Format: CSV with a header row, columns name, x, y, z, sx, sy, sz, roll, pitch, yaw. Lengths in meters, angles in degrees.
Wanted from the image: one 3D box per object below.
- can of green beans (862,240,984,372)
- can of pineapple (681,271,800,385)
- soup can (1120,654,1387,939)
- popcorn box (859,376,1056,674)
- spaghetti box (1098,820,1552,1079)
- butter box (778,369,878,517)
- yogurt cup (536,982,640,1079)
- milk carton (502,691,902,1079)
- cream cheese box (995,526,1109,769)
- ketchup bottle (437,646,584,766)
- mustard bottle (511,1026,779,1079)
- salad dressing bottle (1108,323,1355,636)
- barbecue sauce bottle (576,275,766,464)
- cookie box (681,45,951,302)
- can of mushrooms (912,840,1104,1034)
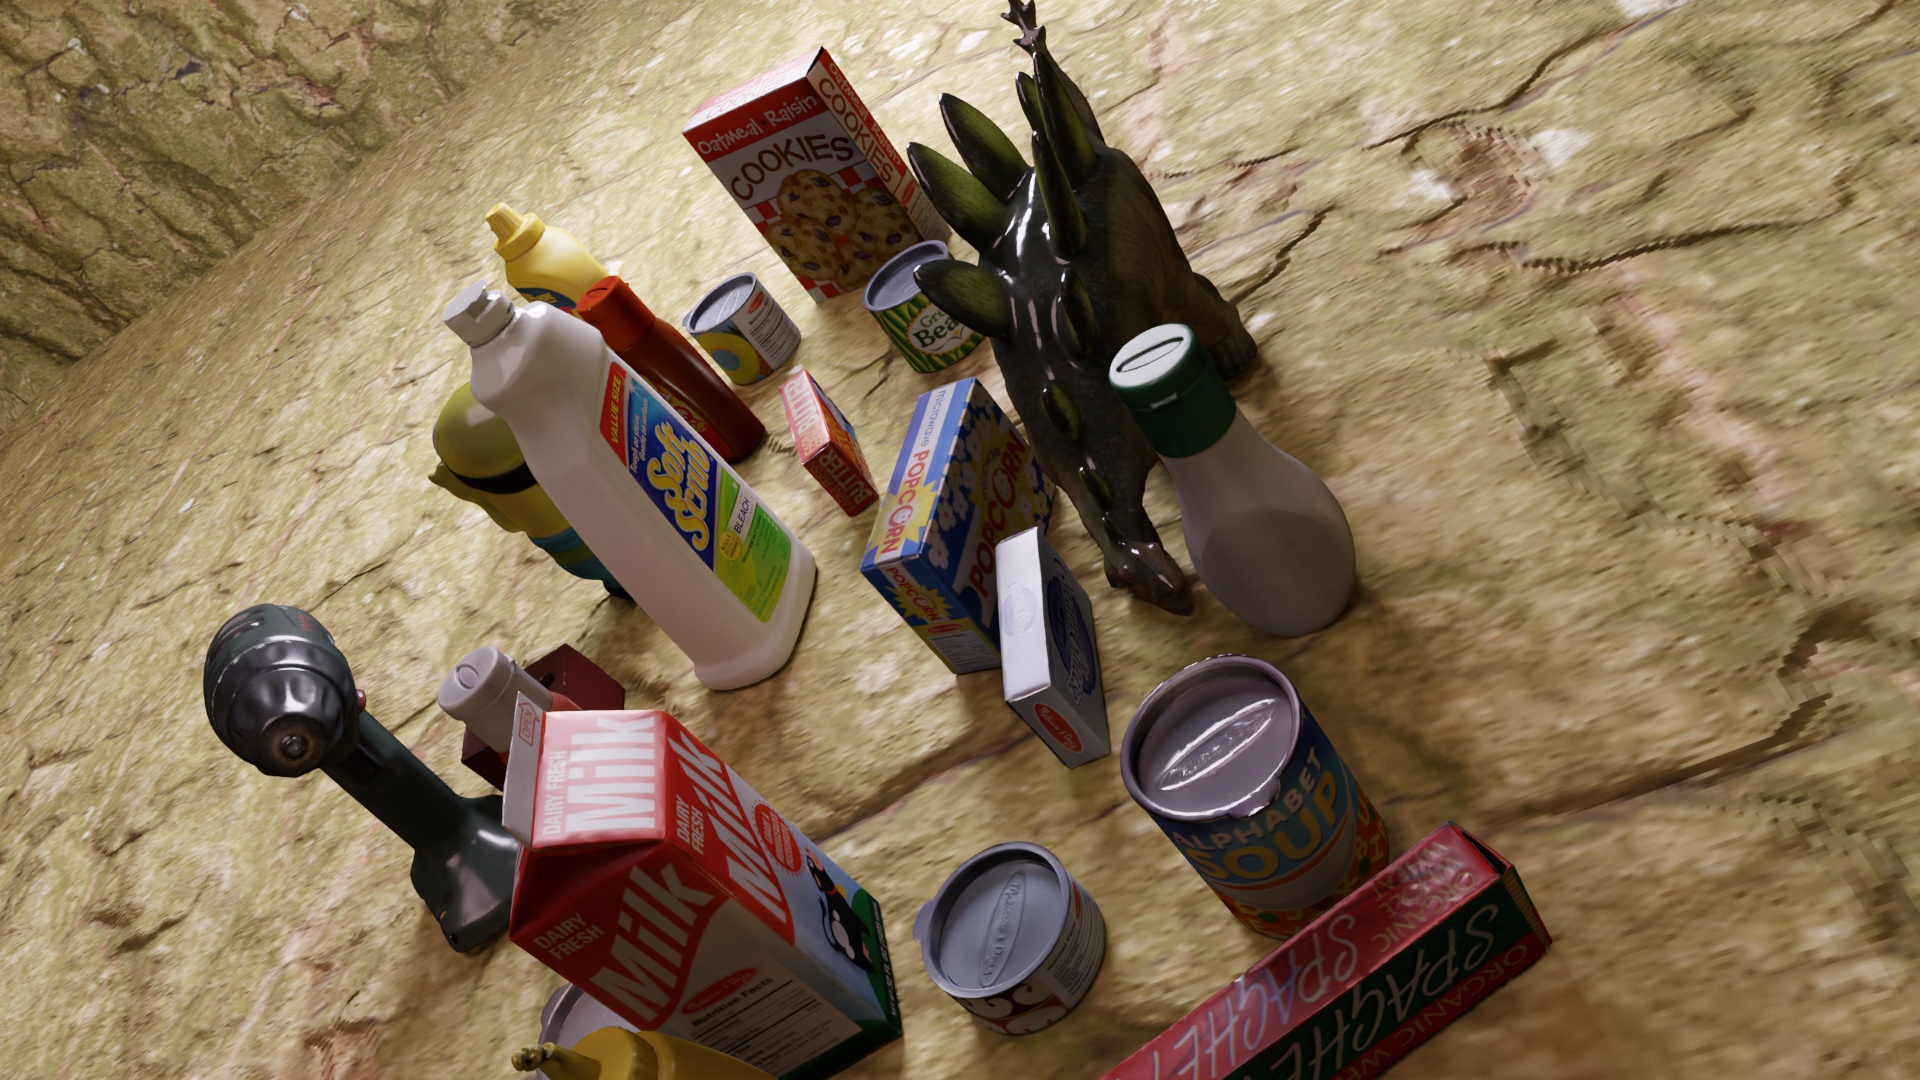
name,x,y,z,sx,sy,sz,roll,pitch,yaw
can of green beans,-0.021,-0.152,0.908,0.071,0.057,0.071,-25,37,20
can of pineapple,-0.165,-0.160,1.051,0.071,0.057,0.071,-25,37,20
soup can,0.105,0.093,0.485,0.071,0.083,0.072,-25,36,20
popcorn box,0.002,-0.009,0.696,0.038,0.085,0.127,-15,41,32
spaghetti box,0.074,0.182,0.441,0.250,0.050,0.029,-37,34,2
butter box,-0.083,-0.062,0.866,0.024,0.053,0.104,-35,34,7
yogurt cup,-0.138,0.217,0.595,0.072,0.053,0.073,-25,37,20
milk carton,-0.108,0.136,0.538,0.073,0.190,0.072,-33,34,9
cream cheese box,0.040,0.047,0.625,0.024,0.053,0.104,-26,36,19
ketchup bottle,-0.189,0.109,0.682,0.043,0.148,0.065,-49,35,-14
mustard bottle,-0.093,0.204,0.473,0.065,0.159,0.049,-38,34,2
salad dressing bottle,0.110,-0.022,0.557,0.064,0.147,0.044,-23,37,22
barbecue sauce bottle,-0.199,-0.116,0.951,0.065,0.148,0.044,8,56,48
cookie box,-0.103,-0.262,1.013,0.123,0.167,0.040,-11,43,35
can of mushrooms,0.019,0.154,0.540,0.071,0.033,0.071,-25,37,20
